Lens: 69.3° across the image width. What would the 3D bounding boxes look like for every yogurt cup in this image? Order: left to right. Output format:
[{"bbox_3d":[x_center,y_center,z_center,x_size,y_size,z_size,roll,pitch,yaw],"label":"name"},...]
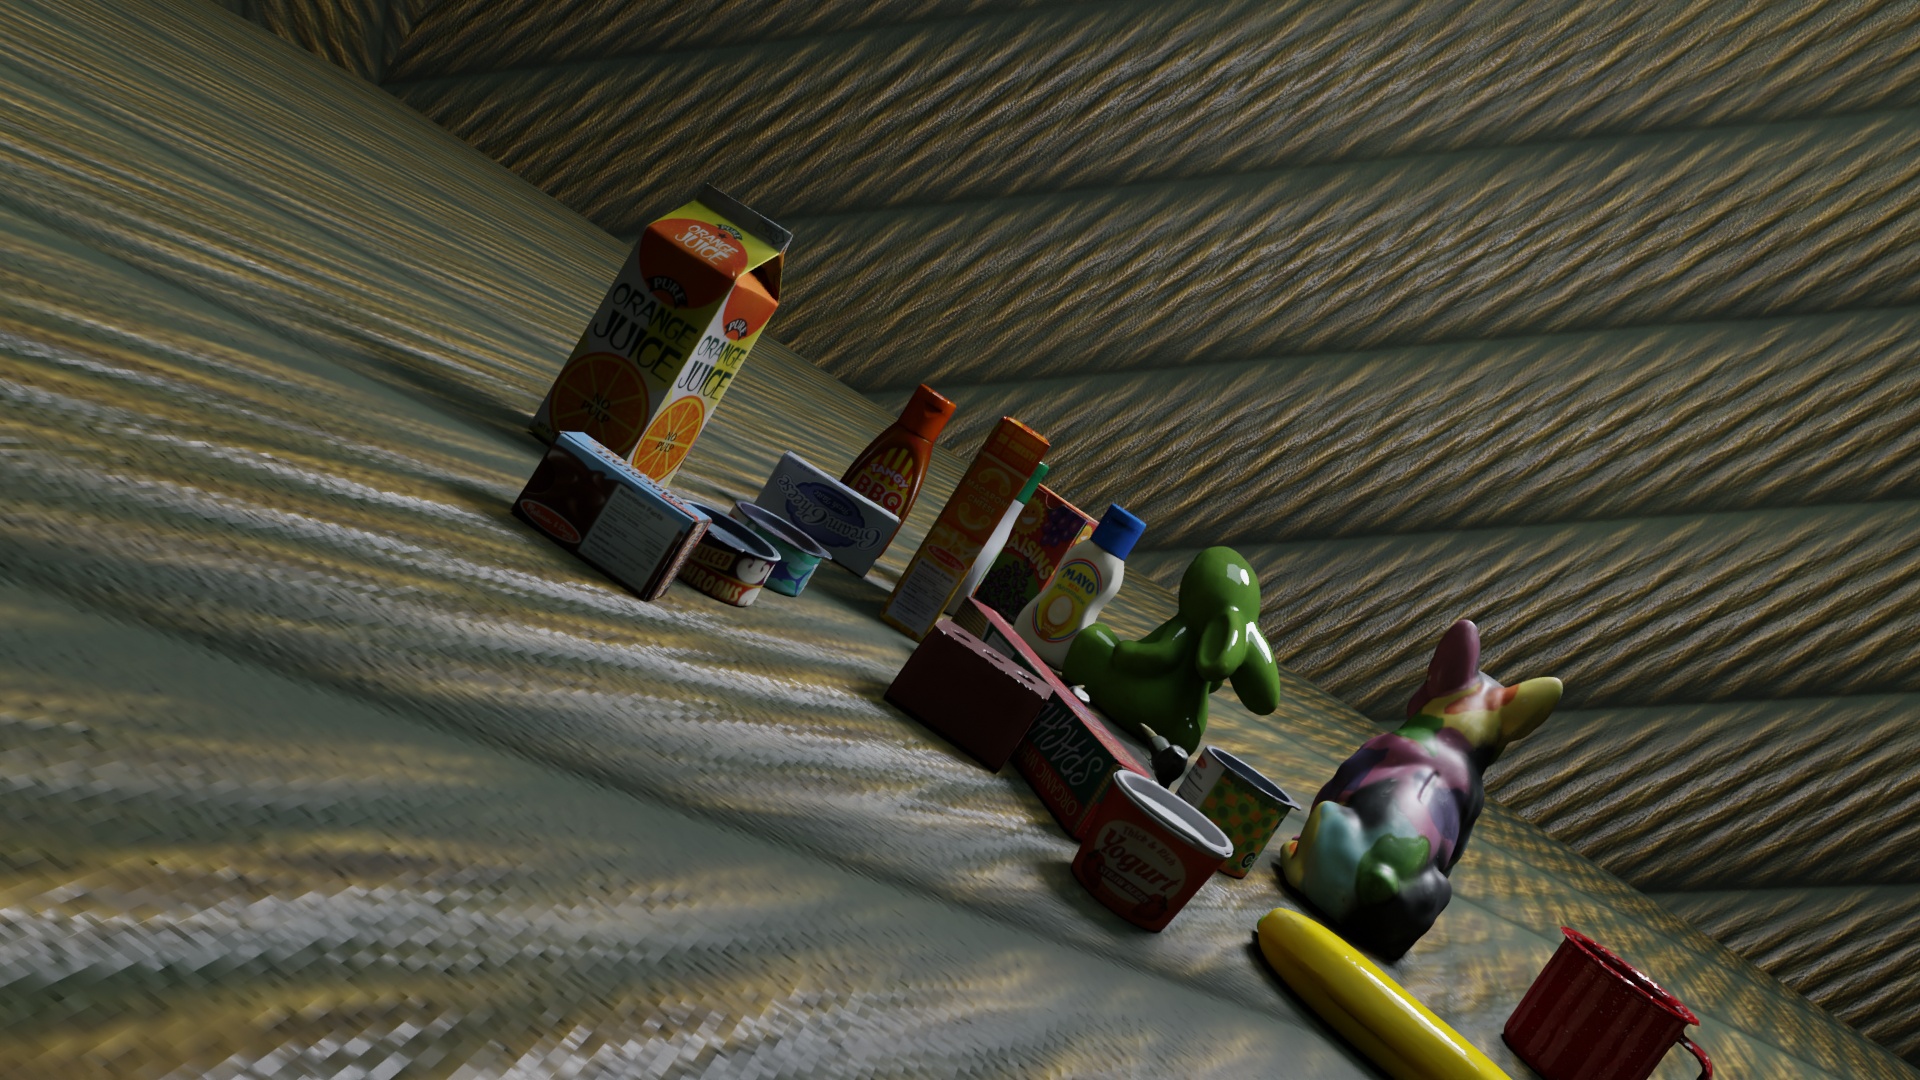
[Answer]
[{"bbox_3d":[0.091,0.153,0.682,0.072,0.054,0.072,32,6,-4],"label":"yogurt cup"}]

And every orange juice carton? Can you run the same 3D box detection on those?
[{"bbox_3d":[-0.184,-0.129,0.885,0.072,0.192,0.073,34,6,13],"label":"orange juice carton"}]

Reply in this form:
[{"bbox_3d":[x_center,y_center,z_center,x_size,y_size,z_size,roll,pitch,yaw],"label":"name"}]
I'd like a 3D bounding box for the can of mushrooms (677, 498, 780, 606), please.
[{"bbox_3d":[-0.138,0.007,0.784,0.071,0.033,0.071,32,6,-4],"label":"can of mushrooms"}]

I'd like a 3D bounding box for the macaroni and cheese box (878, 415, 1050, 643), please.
[{"bbox_3d":[0.004,-0.013,1.021,0.040,0.166,0.124,32,6,-2],"label":"macaroni and cheese box"}]

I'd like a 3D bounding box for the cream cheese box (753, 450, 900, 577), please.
[{"bbox_3d":[-0.104,-0.020,1.071,0.104,0.053,0.024,32,6,-7],"label":"cream cheese box"}]

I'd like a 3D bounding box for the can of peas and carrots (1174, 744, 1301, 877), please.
[{"bbox_3d":[0.172,0.175,0.891,0.071,0.058,0.071,32,6,-4],"label":"can of peas and carrots"}]

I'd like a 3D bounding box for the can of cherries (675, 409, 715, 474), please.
[{"bbox_3d":[-0.220,-0.087,0.999,0.071,0.058,0.071,32,6,-4],"label":"can of cherries"}]

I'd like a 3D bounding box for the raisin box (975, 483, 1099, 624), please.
[{"bbox_3d":[0.068,0.015,1.323,0.086,0.123,0.040,37,7,37],"label":"raisin box"}]

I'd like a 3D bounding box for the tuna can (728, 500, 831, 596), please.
[{"bbox_3d":[-0.120,0.006,0.883,0.071,0.033,0.071,32,6,-4],"label":"tuna can"}]

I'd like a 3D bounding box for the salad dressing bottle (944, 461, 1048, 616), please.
[{"bbox_3d":[0.019,-0.009,1.155,0.044,0.147,0.064,32,6,-9],"label":"salad dressing bottle"}]

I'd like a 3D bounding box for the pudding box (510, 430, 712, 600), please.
[{"bbox_3d":[-0.174,-0.013,0.694,0.084,0.049,0.030,33,6,3],"label":"pudding box"}]

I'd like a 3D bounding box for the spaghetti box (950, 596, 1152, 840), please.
[{"bbox_3d":[0.041,0.103,0.845,0.028,0.050,0.251,30,7,-26],"label":"spaghetti box"}]

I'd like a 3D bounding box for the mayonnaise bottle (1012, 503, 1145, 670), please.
[{"bbox_3d":[0.107,0.038,1.217,0.065,0.148,0.041,35,6,20],"label":"mayonnaise bottle"}]

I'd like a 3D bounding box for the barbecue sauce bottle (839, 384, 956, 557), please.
[{"bbox_3d":[-0.058,-0.060,1.173,0.065,0.148,0.044,32,6,-8],"label":"barbecue sauce bottle"}]
